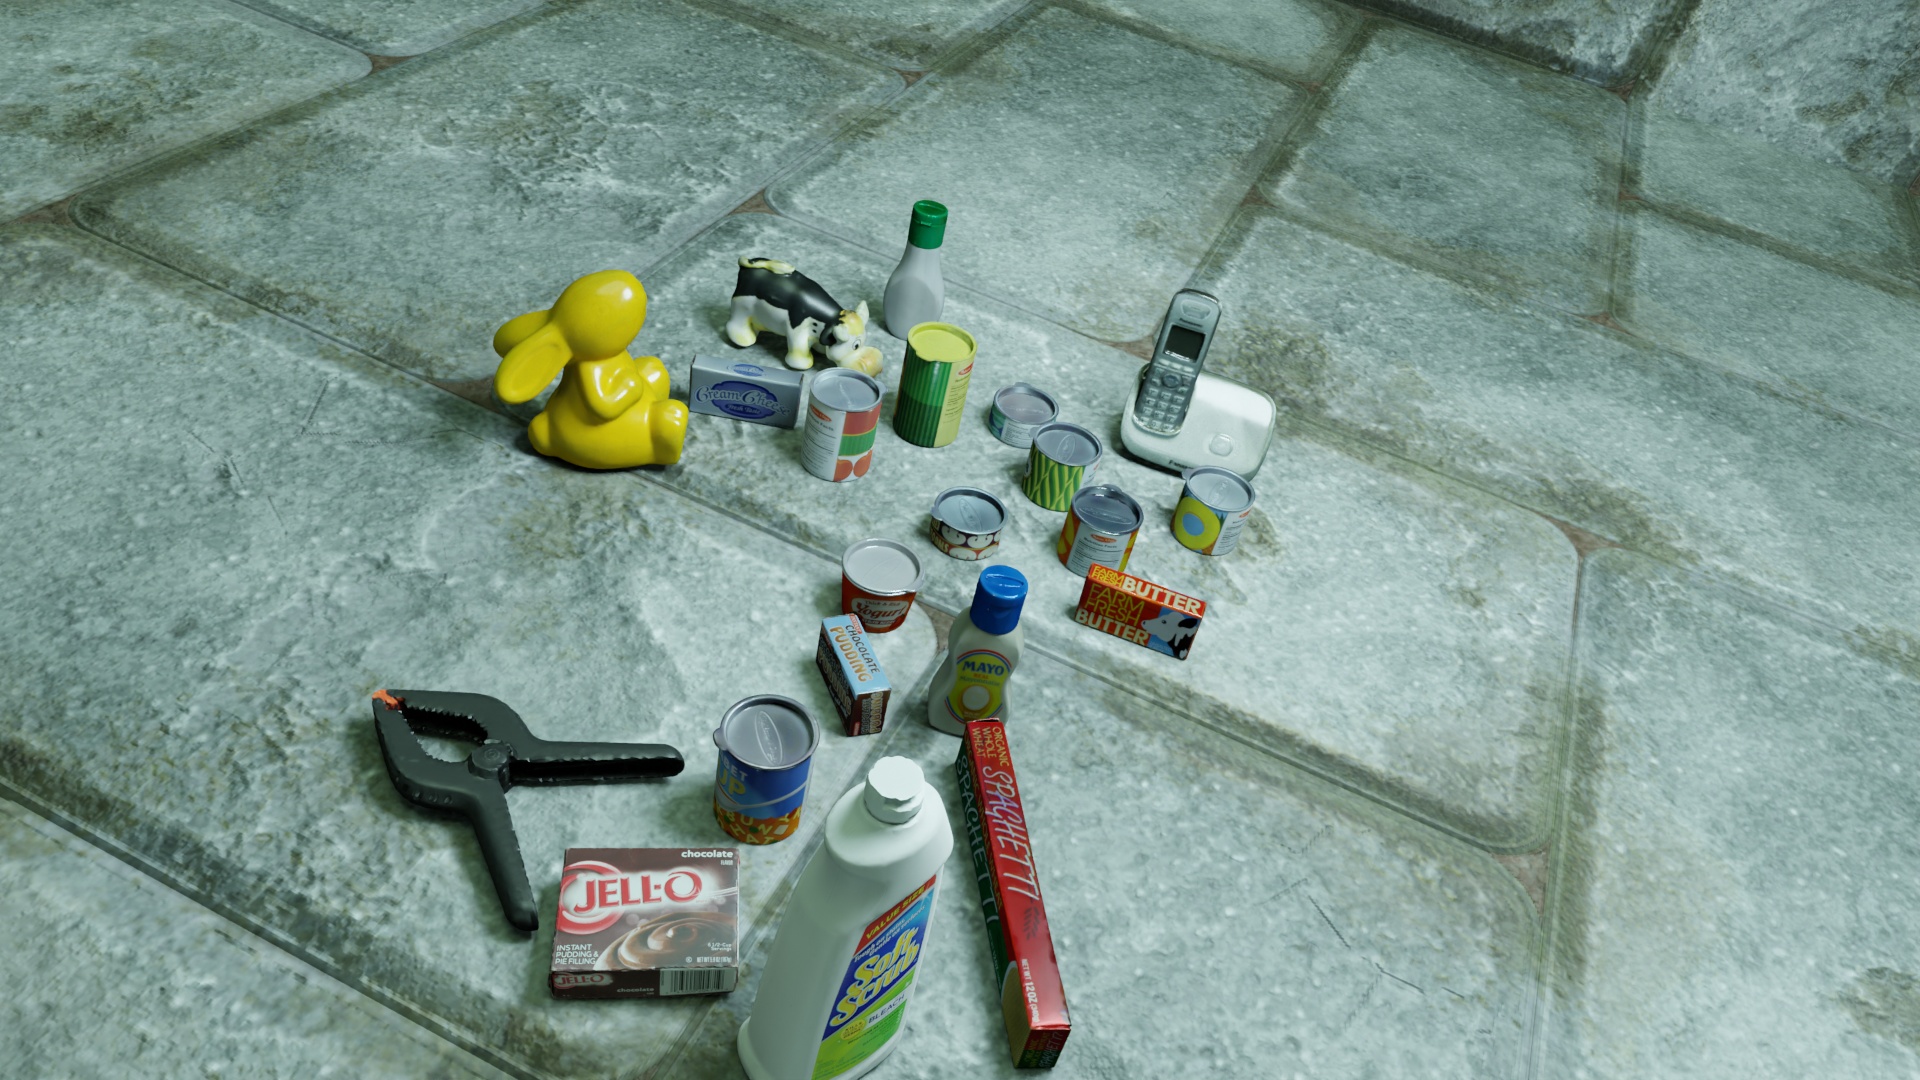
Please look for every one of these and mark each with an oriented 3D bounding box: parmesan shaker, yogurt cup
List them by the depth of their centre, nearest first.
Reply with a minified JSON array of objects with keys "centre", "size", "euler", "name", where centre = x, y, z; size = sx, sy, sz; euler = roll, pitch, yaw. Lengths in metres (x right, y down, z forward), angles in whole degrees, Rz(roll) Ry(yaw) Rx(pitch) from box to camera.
[{"centre":[-0.067,0.038,1.134],"size":[0.072,0.053,0.073],"euler":[8,40,-7],"name":"yogurt cup"},{"centre":[-0.027,-0.147,1.325],"size":[0.071,0.102,0.072],"euler":[8,40,-7],"name":"parmesan shaker"}]

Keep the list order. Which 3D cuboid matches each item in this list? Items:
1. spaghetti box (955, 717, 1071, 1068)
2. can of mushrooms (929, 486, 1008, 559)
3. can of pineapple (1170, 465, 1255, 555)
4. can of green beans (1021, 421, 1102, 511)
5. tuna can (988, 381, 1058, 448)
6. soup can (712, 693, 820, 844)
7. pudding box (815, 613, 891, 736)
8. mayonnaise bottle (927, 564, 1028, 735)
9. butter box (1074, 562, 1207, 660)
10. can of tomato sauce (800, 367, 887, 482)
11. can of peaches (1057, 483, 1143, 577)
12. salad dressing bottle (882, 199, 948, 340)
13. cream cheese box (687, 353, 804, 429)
[{"centre":[0.032,0.229,0.941],"size":[0.029,0.049,0.251],"euler":[2,41,-14],"name":"spaghetti box"},{"centre":[0.004,-0.015,1.234],"size":[0.071,0.033,0.071],"euler":[8,40,-7],"name":"can of mushrooms"},{"centre":[0.234,-0.029,1.298],"size":[0.071,0.057,0.071],"euler":[8,40,-7],"name":"can of pineapple"},{"centre":[0.095,-0.069,1.305],"size":[0.071,0.057,0.071],"euler":[8,40,-7],"name":"can of green beans"},{"centre":[0.062,-0.125,1.380],"size":[0.071,0.032,0.071],"euler":[8,40,-7],"name":"tuna can"},{"centre":[-0.137,0.157,0.950],"size":[0.071,0.083,0.072],"euler":[8,40,-7],"name":"soup can"},{"centre":[-0.082,0.102,1.058],"size":[0.030,0.049,0.084],"euler":[-7,44,-24],"name":"pudding box"},{"centre":[0.017,0.084,1.032],"size":[0.065,0.147,0.041],"euler":[10,40,-5],"name":"mayonnaise bottle"},{"centre":[0.151,0.060,1.173],"size":[0.103,0.052,0.024],"euler":[20,40,7],"name":"butter box"},{"centre":[-0.108,-0.105,1.268],"size":[0.071,0.082,0.071],"euler":[8,40,-7],"name":"can of tomato sauce"},{"centre":[0.125,-0.008,1.241],"size":[0.071,0.057,0.071],"euler":[8,40,-7],"name":"can of peaches"},{"centre":[-0.043,-0.280,1.442],"size":[0.064,0.146,0.044],"euler":[16,39,2],"name":"salad dressing bottle"},{"centre":[-0.202,-0.139,1.304],"size":[0.104,0.053,0.024],"euler":[10,40,-5],"name":"cream cheese box"}]
